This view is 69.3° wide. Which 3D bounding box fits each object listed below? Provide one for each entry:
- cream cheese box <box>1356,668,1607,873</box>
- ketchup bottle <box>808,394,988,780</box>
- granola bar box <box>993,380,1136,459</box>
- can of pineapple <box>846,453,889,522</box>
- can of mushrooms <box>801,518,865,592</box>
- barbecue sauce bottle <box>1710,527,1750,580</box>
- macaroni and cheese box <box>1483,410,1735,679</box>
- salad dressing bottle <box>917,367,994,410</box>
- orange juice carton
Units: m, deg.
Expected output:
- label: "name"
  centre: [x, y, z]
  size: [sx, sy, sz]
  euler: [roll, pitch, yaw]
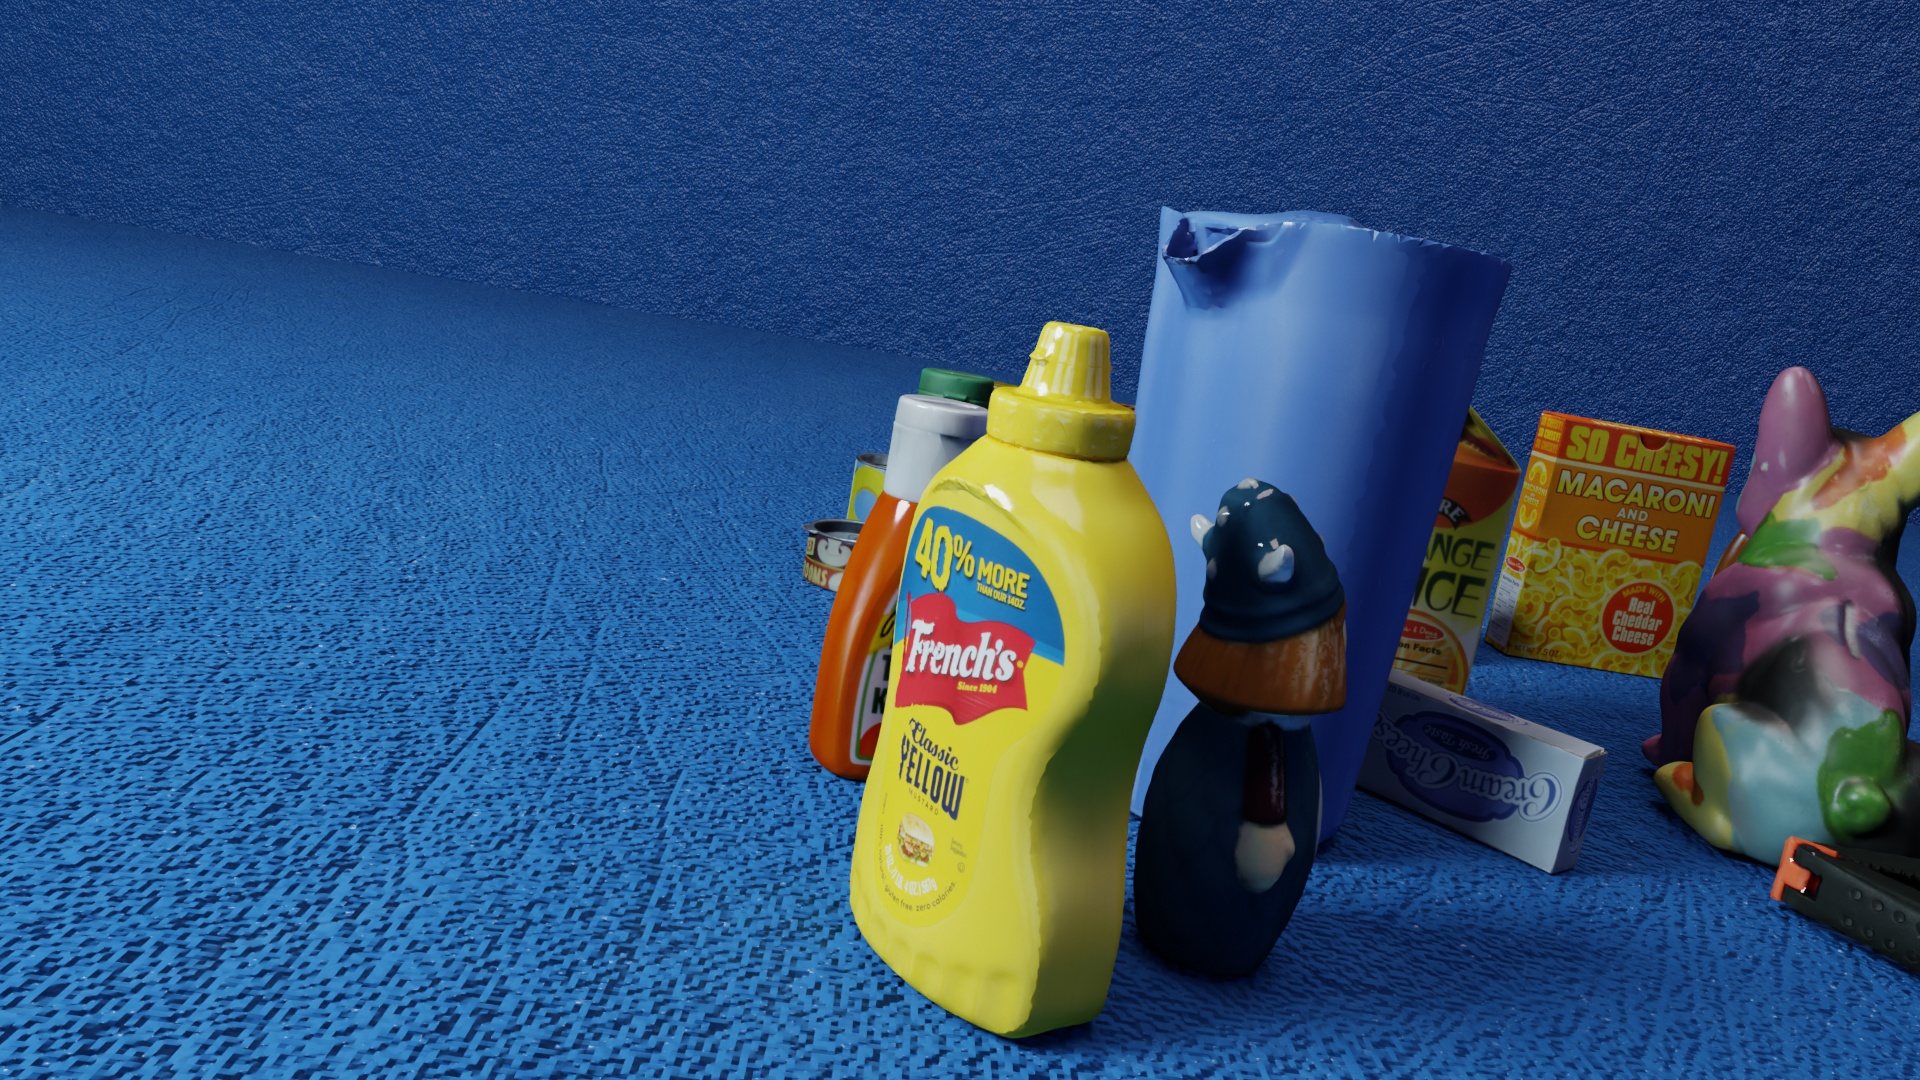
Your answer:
- label: "cream cheese box"
  centre: [0.219, 0.097, 0.600]
  size: [0.024, 0.053, 0.104]
  euler: [-1, 16, -43]
- label: "ketchup bottle"
  centre: [-0.019, 0.019, 0.546]
  size: [0.065, 0.148, 0.043]
  euler: [3, 13, -31]
- label: "granola bar box"
  centre: [0.084, -0.035, 0.945]
  size: [0.166, 0.124, 0.039]
  euler: [10, 11, 2]
- label: "can of pineapple"
  centre: [-0.042, -0.025, 0.959]
  size: [0.071, 0.057, 0.071]
  euler: [9, 11, -2]
- label: "can of mushrooms"
  centre: [-0.063, 0.010, 0.835]
  size: [0.071, 0.033, 0.071]
  euler: [9, 12, -2]
- label: "barbecue sauce bottle"
  centre: [0.528, 0.034, 0.925]
  size: [0.065, 0.148, 0.044]
  euler: [5, 12, -22]
- label: "macaroni and cheese box"
  centre: [0.444, 0.004, 0.951]
  size: [0.124, 0.166, 0.040]
  euler: [9, 11, -5]
- label: "salad dressing bottle"
  centre: [-0.012, -0.011, 0.693]
  size: [0.064, 0.147, 0.044]
  euler: [9, 11, -2]
- label: "orange juice carton"
  centre: [0.226, 0.005, 0.705]
  size: [0.073, 0.192, 0.072]
  euler: [11, 11, 4]
